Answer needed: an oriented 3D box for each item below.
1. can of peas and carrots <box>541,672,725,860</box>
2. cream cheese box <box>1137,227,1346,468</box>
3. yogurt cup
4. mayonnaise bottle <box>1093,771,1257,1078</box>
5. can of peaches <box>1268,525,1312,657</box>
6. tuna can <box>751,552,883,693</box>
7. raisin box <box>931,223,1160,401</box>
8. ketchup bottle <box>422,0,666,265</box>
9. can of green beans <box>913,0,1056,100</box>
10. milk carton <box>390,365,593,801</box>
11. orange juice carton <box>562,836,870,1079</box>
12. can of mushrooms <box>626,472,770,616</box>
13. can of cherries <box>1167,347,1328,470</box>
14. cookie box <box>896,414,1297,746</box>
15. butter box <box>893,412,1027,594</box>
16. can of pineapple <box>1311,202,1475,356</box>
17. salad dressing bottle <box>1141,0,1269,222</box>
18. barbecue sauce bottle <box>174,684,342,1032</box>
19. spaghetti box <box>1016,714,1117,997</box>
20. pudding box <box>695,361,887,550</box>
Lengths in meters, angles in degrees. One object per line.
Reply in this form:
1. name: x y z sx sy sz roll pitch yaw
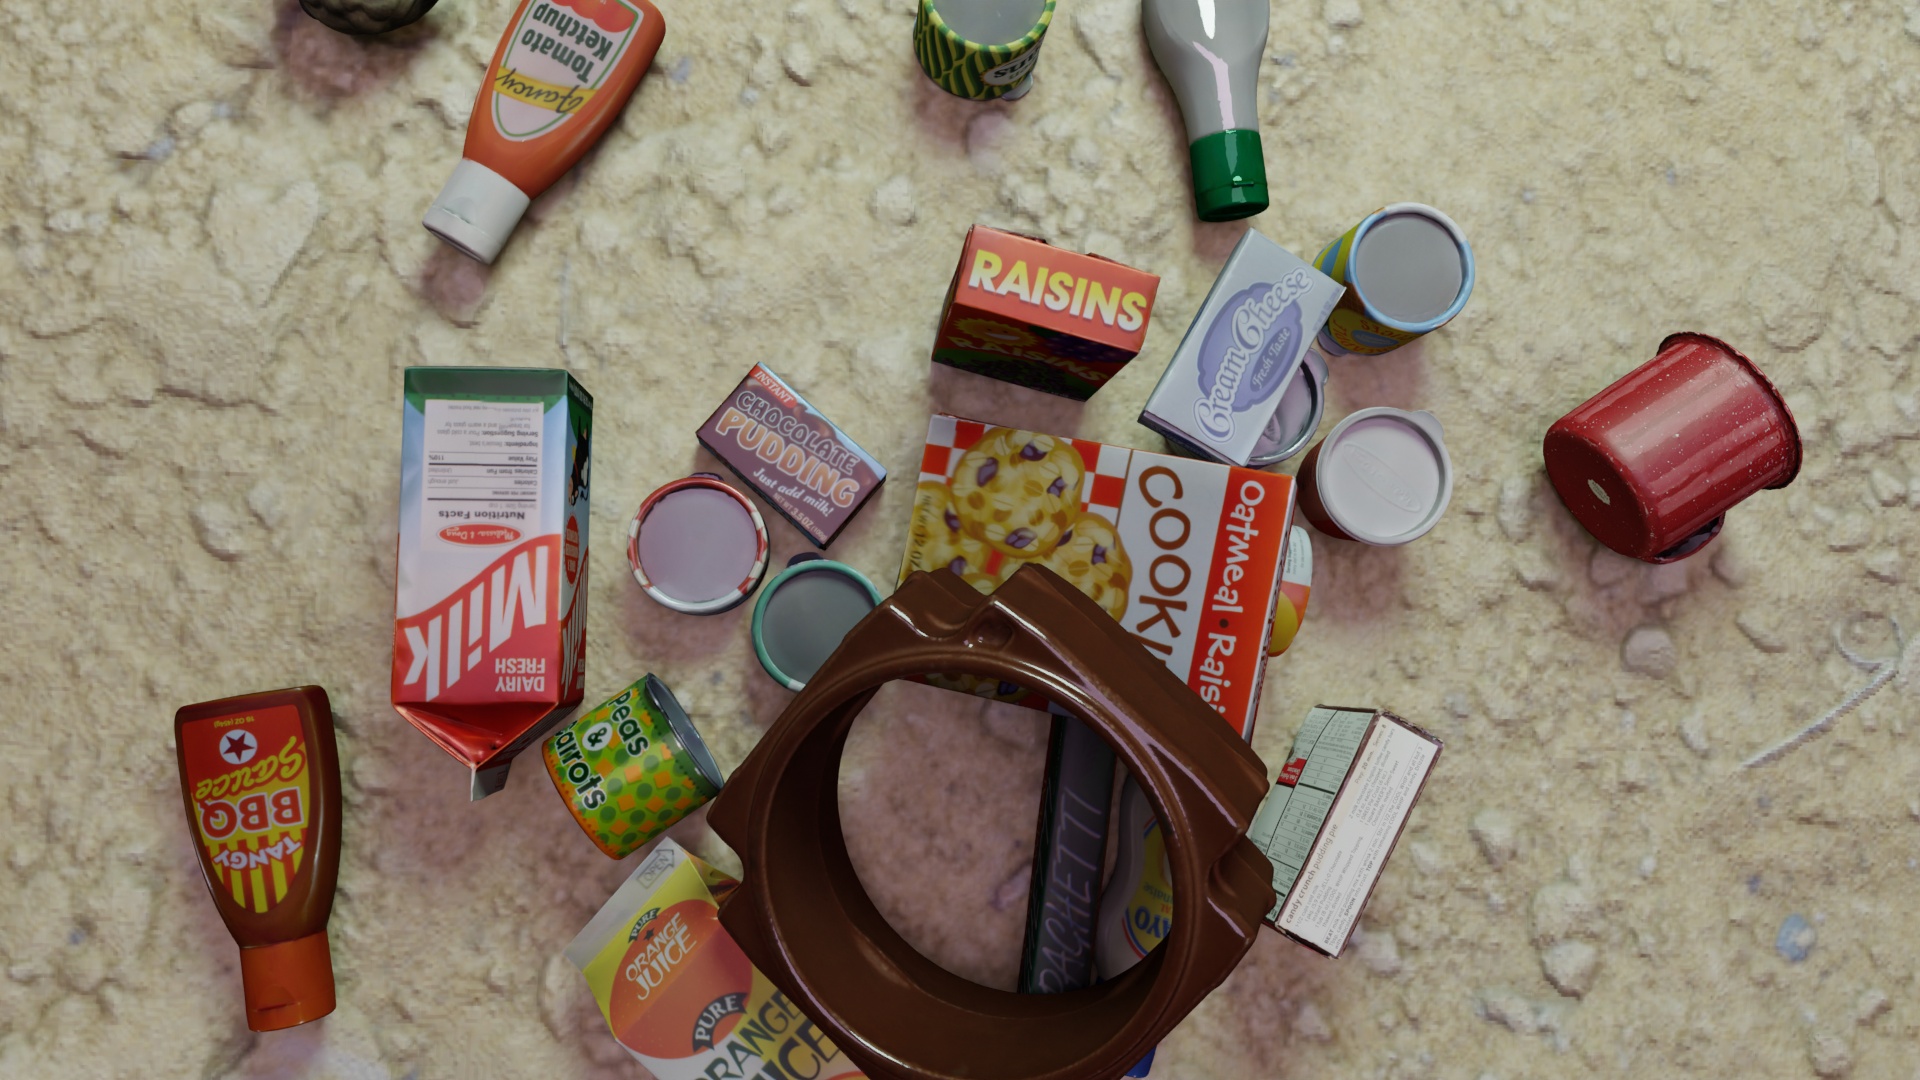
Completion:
1. can of peas and carrots: -0.151 0.103 0.637 0.059 0.071 0.071 -33 90 -7
2. cream cheese box: 0.130 -0.087 0.645 0.053 0.024 0.104 31 83 -1
3. yogurt cup: 0.202 -0.029 0.693 0.072 0.054 0.072 0 86 -6
4. mayonnaise bottle: 0.095 0.180 0.671 0.065 0.041 0.148 18 83 -6
5. can of peaches: 0.132 0.021 0.677 0.058 0.071 0.071 11 85 -5
6. tuna can: -0.068 0.040 0.670 0.071 0.033 0.071 0 86 -6
7. raisin box: 0.035 -0.103 0.647 0.086 0.123 0.040 15 85 -4
8. ketchup bottle: -0.205 -0.205 0.671 0.065 0.043 0.149 29 84 -3
9. can of green beans: 0.011 -0.261 0.690 0.071 0.058 0.071 0 86 -6
10. milk carton: -0.213 0.021 0.637 0.073 0.072 0.190 1 84 -6
11. orange juice carton: -0.087 0.225 0.632 0.192 0.073 0.072 43 86 -1
12. can of mushrooms: -0.125 0.001 0.667 0.071 0.033 0.071 0 86 -5
13. can of cherries: 0.141 -0.067 0.688 0.071 0.058 0.071 1 85 -5
14. cookie box: 0.058 0.018 0.630 0.167 0.040 0.123 11 87 15
15. butter box: 0.002 -0.009 0.685 0.053 0.024 0.103 14 84 -4
16. can of pineapple: 0.215 -0.129 0.700 0.071 0.058 0.071 0 86 -6
17. salad dressing bottle: 0.129 -0.239 0.709 0.064 0.044 0.147 -7 87 -8
18. barbecue sauce bottle: -0.312 0.143 0.631 0.065 0.043 0.148 -9 87 -7
19. spaghetti box: 0.052 0.150 0.665 0.029 0.050 0.250 8 85 -3
20. pudding box: -0.081 -0.041 0.676 0.083 0.030 0.050 42 82 -2
